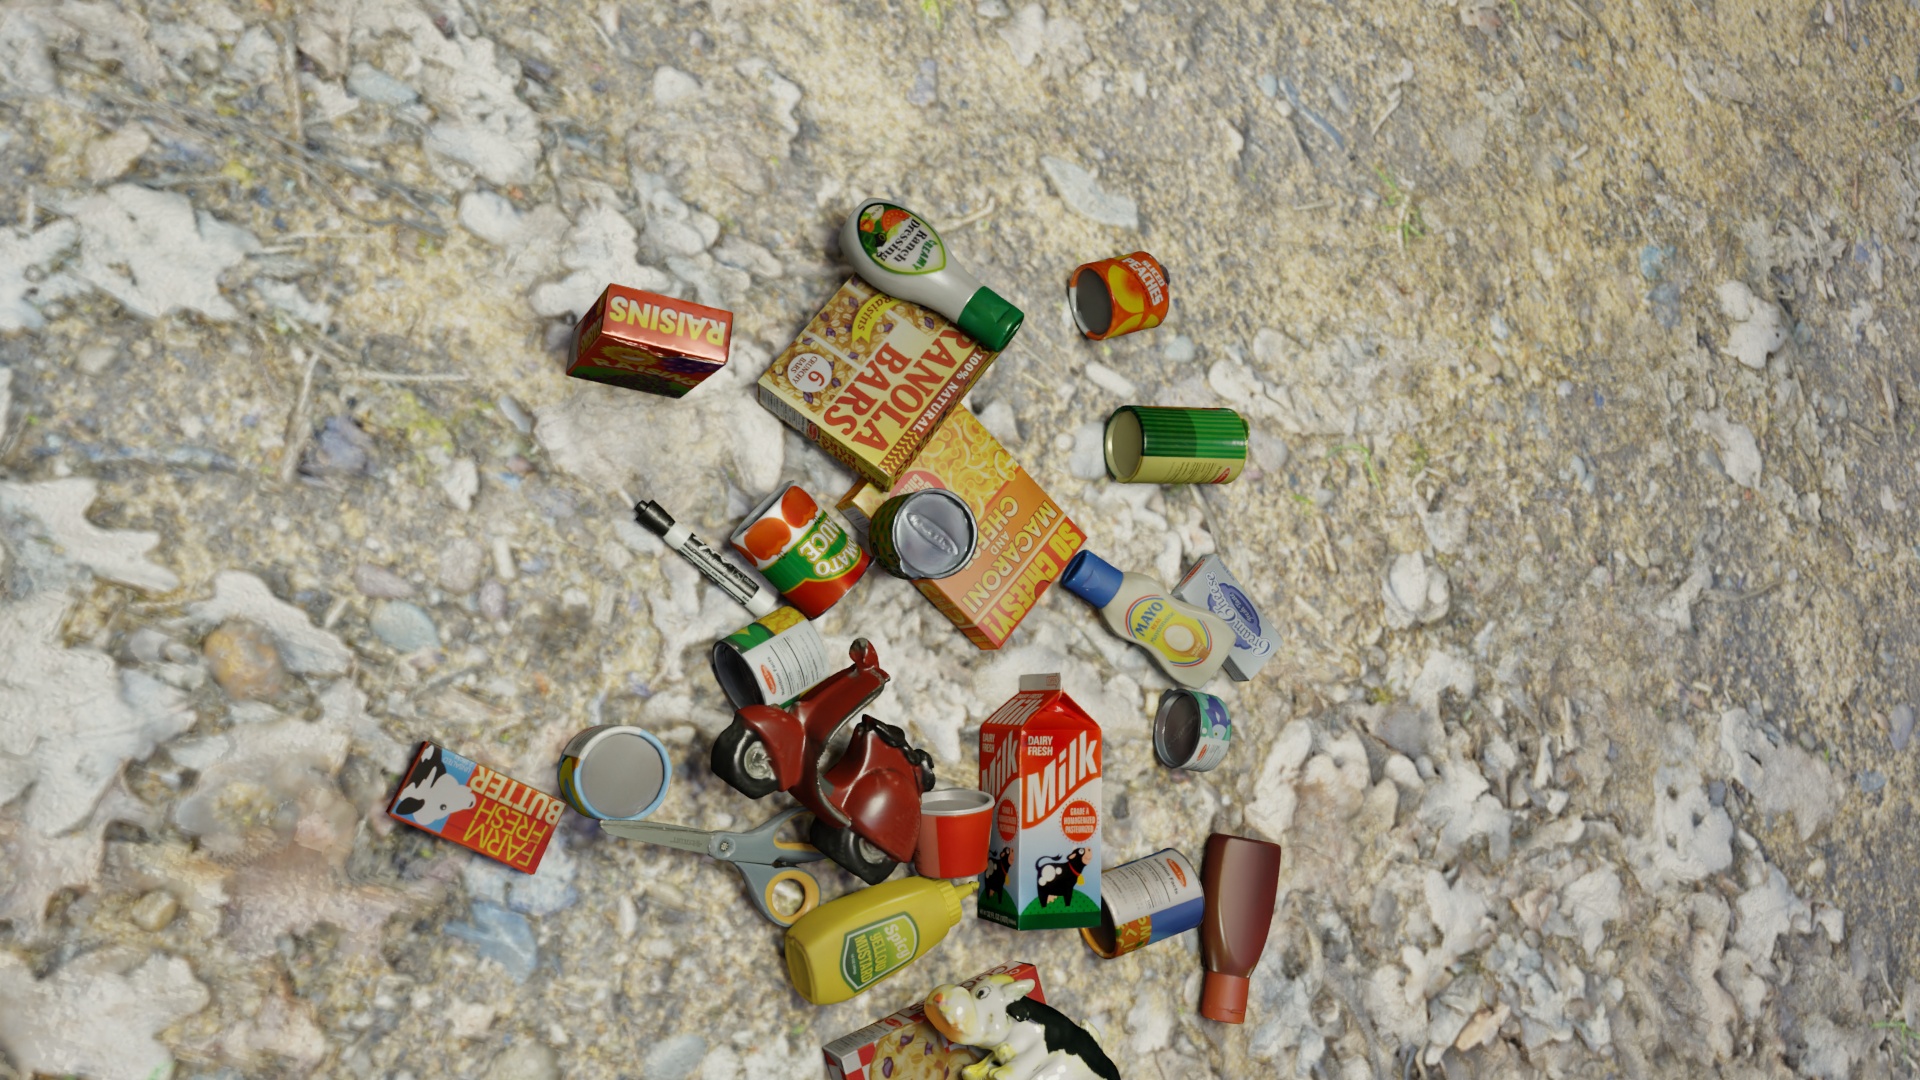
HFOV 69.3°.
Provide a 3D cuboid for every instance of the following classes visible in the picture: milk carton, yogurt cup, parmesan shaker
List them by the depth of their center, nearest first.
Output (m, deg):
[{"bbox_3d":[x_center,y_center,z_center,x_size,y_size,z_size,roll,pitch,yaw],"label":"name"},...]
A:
[{"bbox_3d":[-0.008,0.221,1.043,0.072,0.072,0.054,-3,93,-26],"label":"yogurt cup"},{"bbox_3d":[0.061,0.198,1.074,0.073,0.072,0.190,5,81,-25],"label":"milk carton"},{"bbox_3d":[0.182,-0.082,1.169,0.103,0.071,0.071,0,84,-26],"label":"parmesan shaker"}]

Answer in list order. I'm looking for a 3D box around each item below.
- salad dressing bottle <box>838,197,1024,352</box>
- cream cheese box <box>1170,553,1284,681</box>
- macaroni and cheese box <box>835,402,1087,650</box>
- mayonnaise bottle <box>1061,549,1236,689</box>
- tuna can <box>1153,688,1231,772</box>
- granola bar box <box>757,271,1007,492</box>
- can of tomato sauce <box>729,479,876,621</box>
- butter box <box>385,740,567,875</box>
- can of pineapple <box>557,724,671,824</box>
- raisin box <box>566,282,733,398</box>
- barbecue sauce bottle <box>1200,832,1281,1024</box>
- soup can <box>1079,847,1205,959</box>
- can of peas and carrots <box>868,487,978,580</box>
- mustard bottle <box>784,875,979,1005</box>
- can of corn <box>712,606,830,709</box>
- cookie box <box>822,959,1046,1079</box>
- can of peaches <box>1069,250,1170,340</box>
[{"bbox_3d":[-0.021,-0.197,1.040,0.148,0.043,0.064,37,69,6],"label":"salad dressing bottle"},{"bbox_3d":[0.229,0.067,1.199,0.053,0.024,0.103,-44,103,-22],"label":"cream cheese box"},{"bbox_3d":[0.004,-0.014,1.091,0.166,0.040,0.124,45,68,-13],"label":"macaroni and cheese box"},{"bbox_3d":[0.153,0.061,1.147,0.148,0.041,0.064,33,97,-12],"label":"mayonnaise bottle"},{"bbox_3d":[0.191,0.155,1.148,0.033,0.071,0.071,13,78,-25],"label":"tuna can"},{"bbox_3d":[-0.056,-0.135,1.056,0.124,0.039,0.166,35,68,6],"label":"granola bar box"},{"bbox_3d":[-0.115,0.006,1.014,0.083,0.071,0.071,46,67,-13],"label":"can of tomato sauce"},{"bbox_3d":[-0.318,0.177,0.919,0.103,0.024,0.053,30,71,-20],"label":"butter box"},{"bbox_3d":[-0.234,0.160,0.943,0.071,0.057,0.071,3,82,-26],"label":"can of pineapple"},{"bbox_3d":[-0.215,-0.134,0.953,0.086,0.123,0.040,11,79,-25],"label":"raisin box"},{"bbox_3d":[0.228,0.322,1.155,0.065,0.043,0.149,15,78,-23],"label":"barbecue sauce bottle"},{"bbox_3d":[0.141,0.291,1.106,0.084,0.071,0.071,-12,89,-26],"label":"soup can"},{"bbox_3d":[-0.029,-0.002,1.019,0.071,0.058,0.071,1,87,-22],"label":"can of peas and carrots"},{"bbox_3d":[-0.050,0.282,1.019,0.161,0.049,0.065,-19,109,-31],"label":"mustard bottle"},{"bbox_3d":[-0.136,0.088,0.996,0.058,0.071,0.071,-29,97,-31],"label":"can of corn"},{"bbox_3d":[-0.005,0.404,1.033,0.168,0.040,0.123,-16,91,-27],"label":"cookie box"},{"bbox_3d":[0.133,-0.205,1.161,0.058,0.071,0.071,-17,91,-25],"label":"can of peaches"}]
